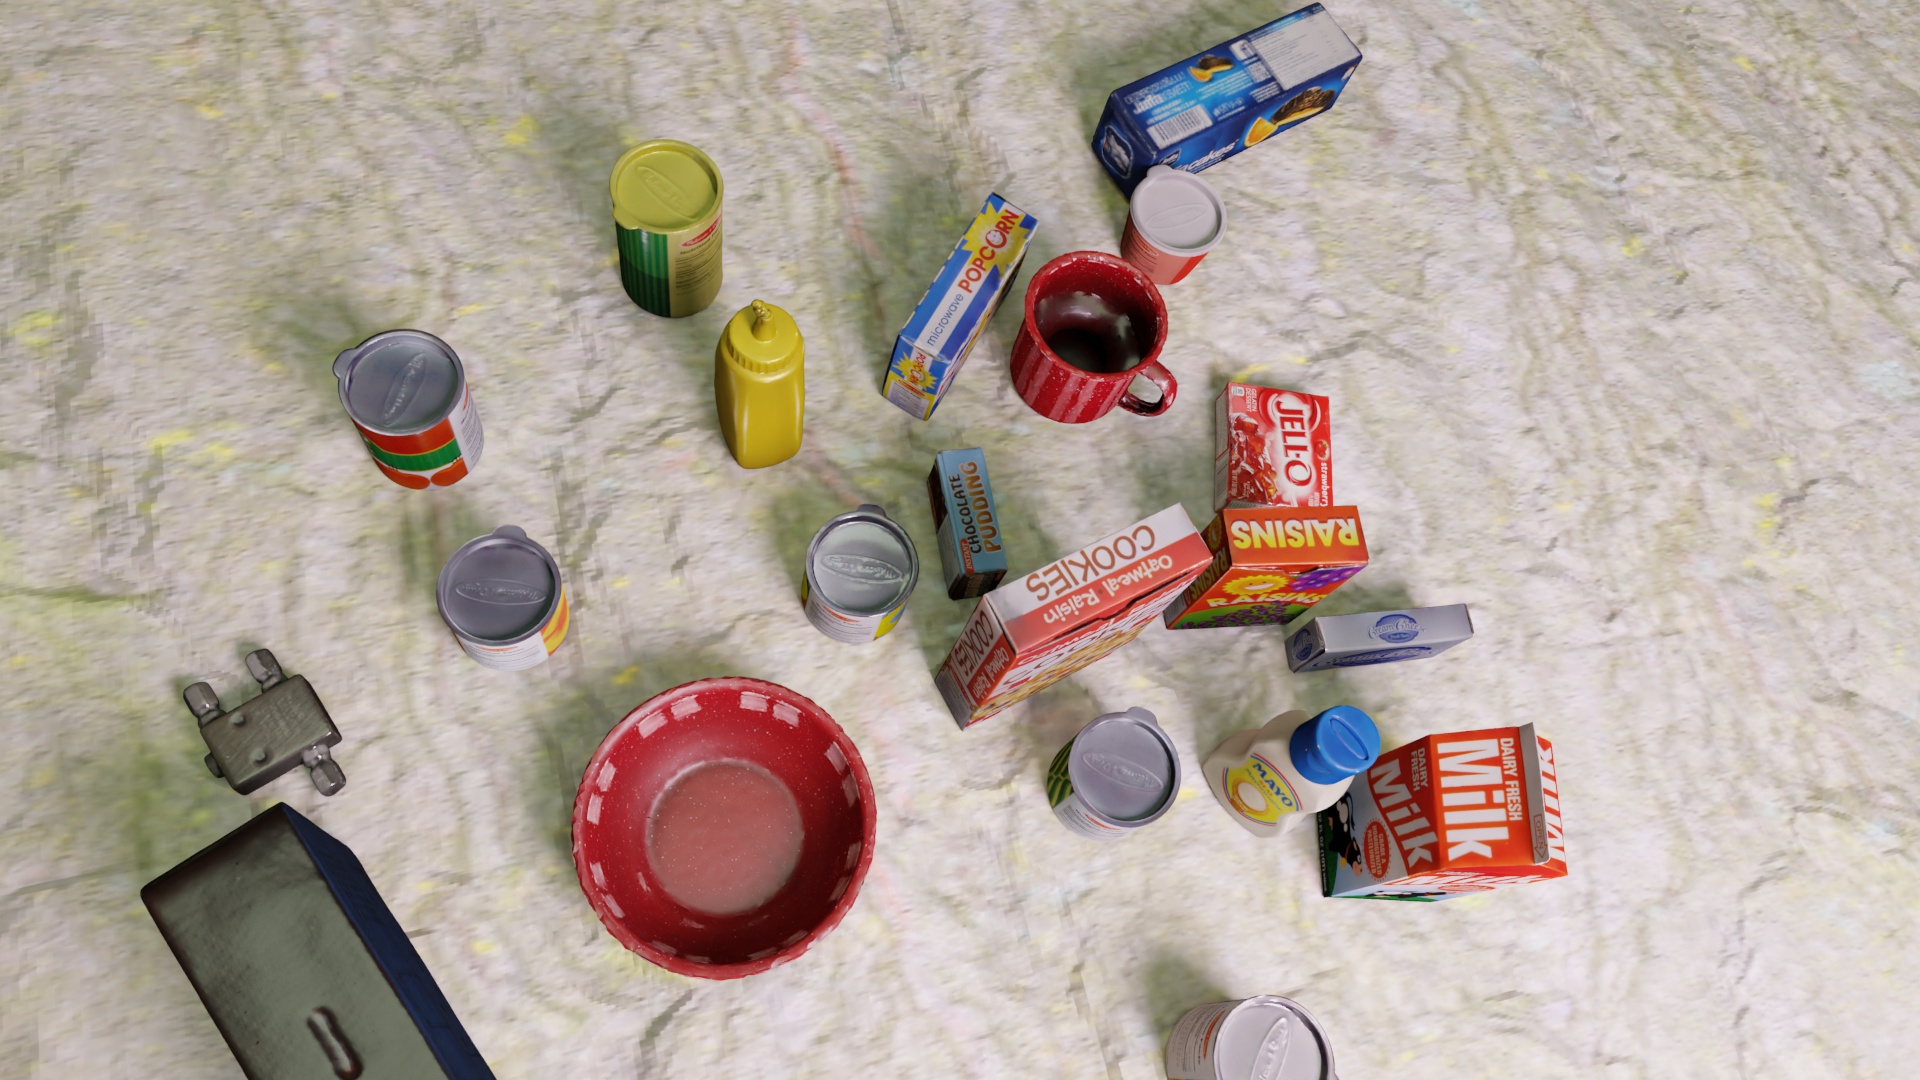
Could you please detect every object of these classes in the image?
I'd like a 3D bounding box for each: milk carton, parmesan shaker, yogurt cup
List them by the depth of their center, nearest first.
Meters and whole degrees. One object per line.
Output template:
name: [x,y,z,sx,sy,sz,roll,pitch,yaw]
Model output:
milk carton: [0.269,0.154,0.768,0.073,0.189,0.072,5,69,-9]
parmesan shaker: [-0.184,-0.190,0.866,0.071,0.102,0.071,4,69,-9]
yogurt cup: [0.144,-0.214,0.963,0.072,0.053,0.072,4,69,-9]

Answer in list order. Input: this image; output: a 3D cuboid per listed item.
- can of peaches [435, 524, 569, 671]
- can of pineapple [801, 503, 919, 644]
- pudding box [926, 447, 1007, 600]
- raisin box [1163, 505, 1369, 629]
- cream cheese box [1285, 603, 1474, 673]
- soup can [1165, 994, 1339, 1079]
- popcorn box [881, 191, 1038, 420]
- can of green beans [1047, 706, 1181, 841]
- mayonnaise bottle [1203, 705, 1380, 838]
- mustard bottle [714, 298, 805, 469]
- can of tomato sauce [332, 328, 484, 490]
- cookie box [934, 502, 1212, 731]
can of peaches: [-0.257,0.034,0.789,0.071,0.058,0.071,4,69,-9]
can of pineapple: [-0.060,0.022,0.830,0.071,0.057,0.071,4,69,-9]
pudding box: [0.003,-0.011,0.859,0.030,0.049,0.084,-7,71,-13]
raisin box: [0.180,0.018,0.841,0.086,0.123,0.040,-1,70,-11]
cream cheese box: [0.263,0.062,0.877,0.104,0.053,0.024,-4,70,-12]
soup can: [0.157,0.285,0.754,0.071,0.083,0.071,4,69,-9]
popcorn box: [-0.001,-0.149,0.893,0.038,0.085,0.127,29,67,2]
can of green beans: [0.089,0.139,0.812,0.071,0.057,0.071,4,69,-9]
mayonnaise bottle: [0.188,0.128,0.786,0.041,0.147,0.065,-36,79,-20]
mustard bottle: [-0.116,-0.096,0.811,0.049,0.159,0.065,-16,73,-16]
can of tomato sauce: [-0.318,-0.074,0.806,0.071,0.082,0.071,4,69,-9]
cookie box: [0.059,0.048,0.783,0.123,0.166,0.040,-25,76,-18]
